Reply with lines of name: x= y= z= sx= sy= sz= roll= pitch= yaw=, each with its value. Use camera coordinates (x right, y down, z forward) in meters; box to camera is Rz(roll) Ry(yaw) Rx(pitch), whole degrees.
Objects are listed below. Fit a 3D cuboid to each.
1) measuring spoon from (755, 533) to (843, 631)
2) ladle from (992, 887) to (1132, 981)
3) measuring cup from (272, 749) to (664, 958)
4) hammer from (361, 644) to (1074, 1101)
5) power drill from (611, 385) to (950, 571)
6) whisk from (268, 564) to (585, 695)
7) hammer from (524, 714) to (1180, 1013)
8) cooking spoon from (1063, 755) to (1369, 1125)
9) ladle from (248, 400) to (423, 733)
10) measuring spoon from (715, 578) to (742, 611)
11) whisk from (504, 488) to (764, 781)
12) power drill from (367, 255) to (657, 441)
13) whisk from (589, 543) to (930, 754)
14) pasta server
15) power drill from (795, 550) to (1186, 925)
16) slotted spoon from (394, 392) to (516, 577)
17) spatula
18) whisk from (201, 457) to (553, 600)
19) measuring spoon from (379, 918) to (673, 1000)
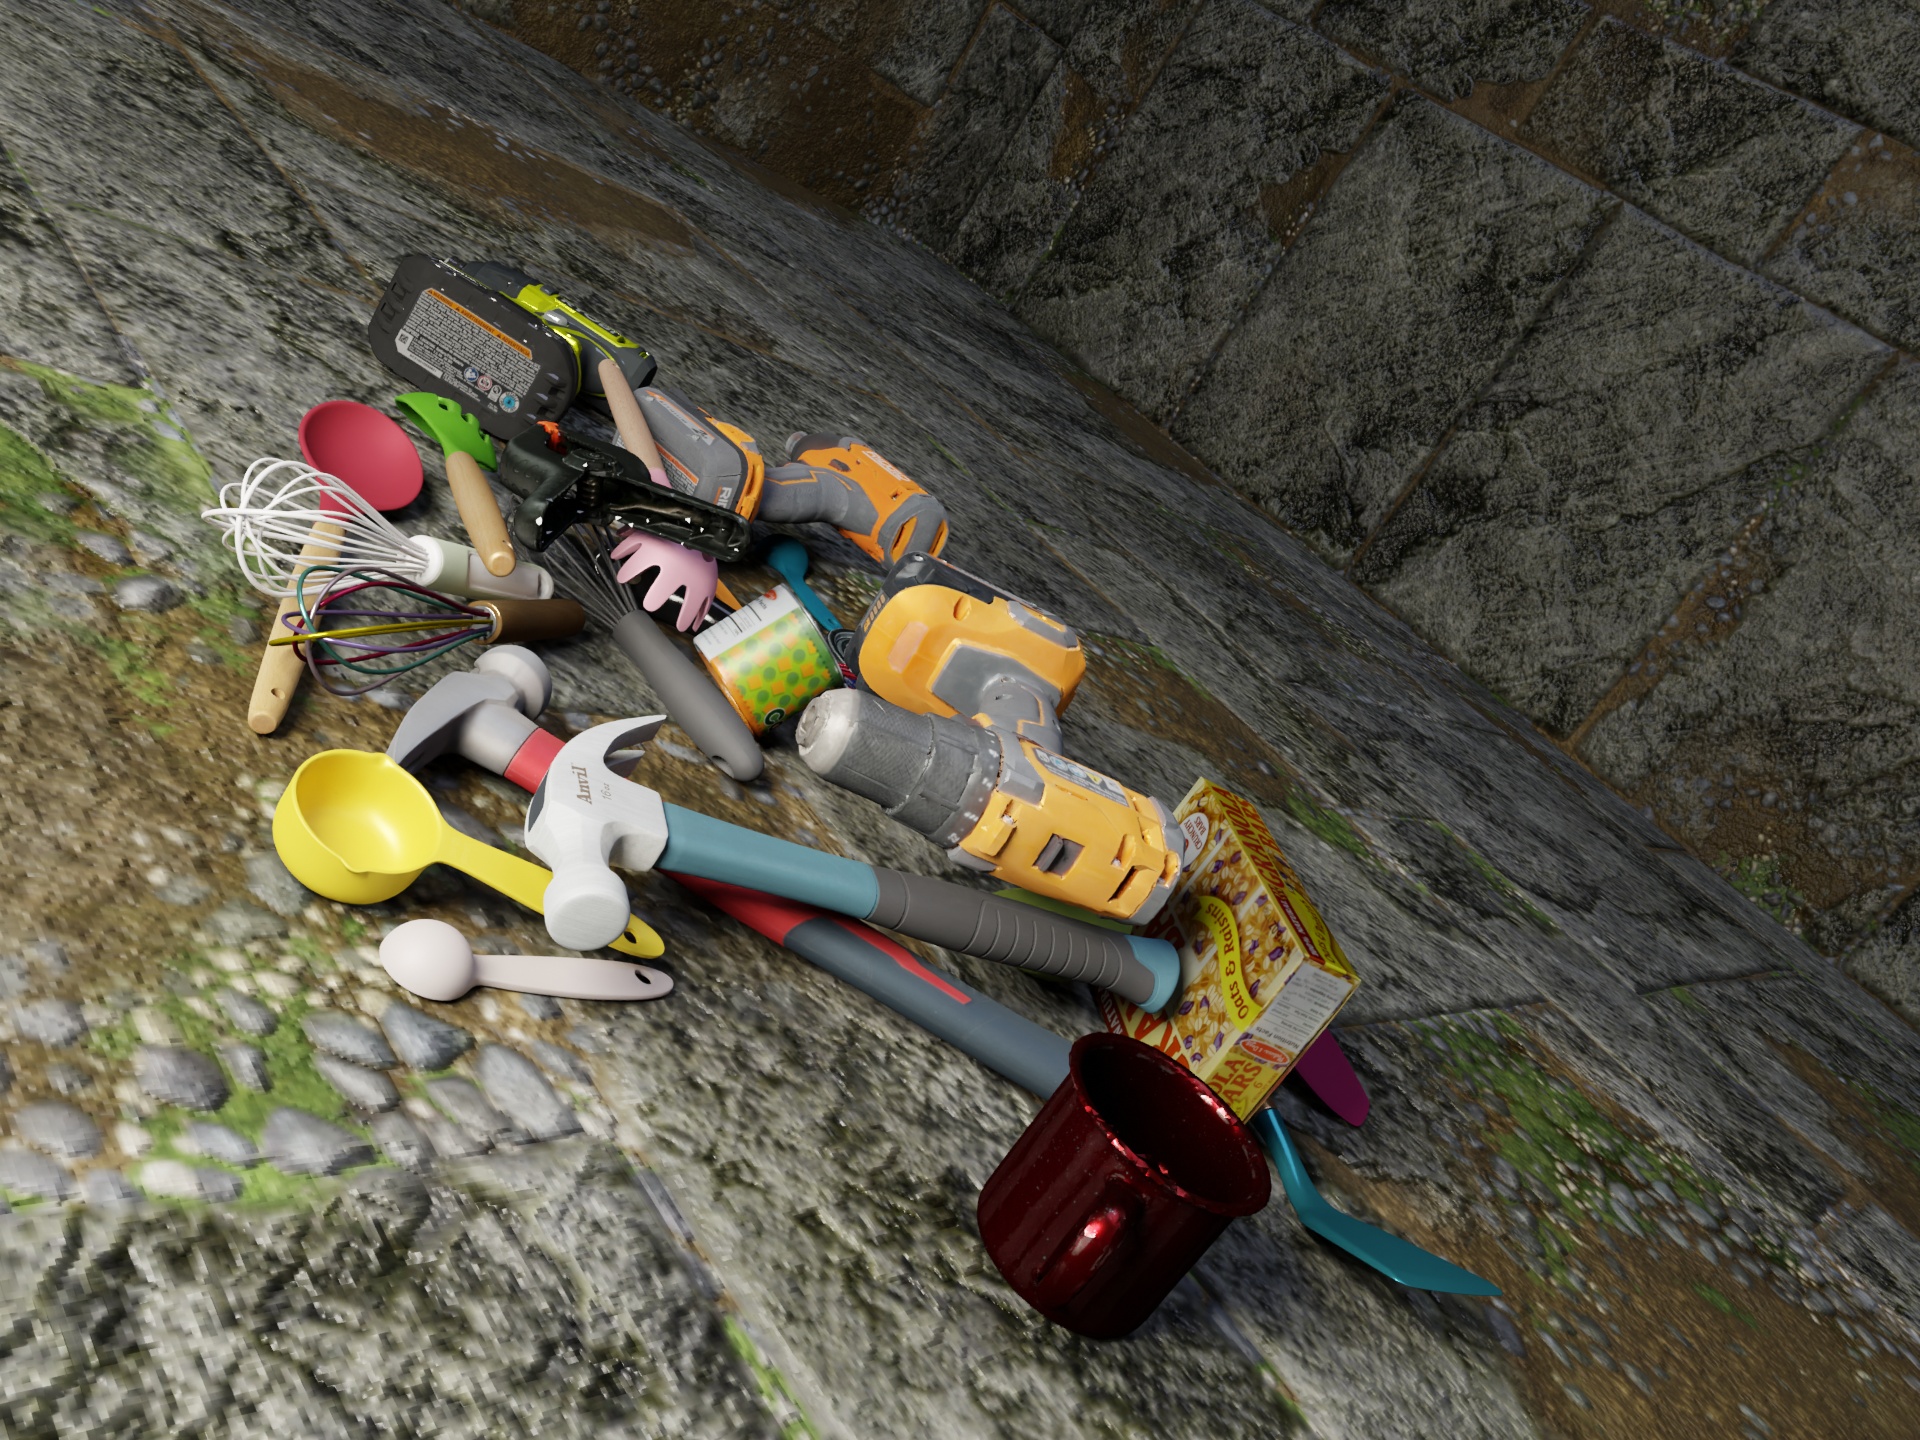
measuring spoon: x=-0.107 y=-0.099 z=1.127 sx=0.042 sy=0.021 sz=0.129 roll=17 pitch=23 yaw=-41
ladle: x=0.051 y=0.065 z=0.941 sx=0.078 sy=0.062 sz=0.320 roll=7 pitch=19 yaw=-2
measuring cup: x=-0.184 y=0.063 z=0.604 sx=0.156 sy=0.029 sz=0.062 roll=32 pitch=29 yaw=-29
hammer: x=-0.066 y=0.098 z=0.693 sx=0.386 sy=0.038 sz=0.143 roll=32 pitch=20 yaw=-6
power drill: x=-0.135 y=-0.172 z=1.129 sx=0.226 sy=0.084 sz=0.164 roll=1 pitch=32 yaw=-47
whisk: x=-0.237 y=-0.045 z=0.738 sx=0.051 sy=0.047 sz=0.245 roll=54 pitch=12 yaw=2
hammer: x=-0.030 y=0.078 z=0.690 sx=0.330 sy=0.033 sz=0.128 roll=20 pitch=27 yaw=-32
cooking spoon: x=0.128 y=0.109 z=0.934 sx=0.319 sy=0.017 sz=0.069 roll=49 pitch=27 yaw=8
ladle: x=-0.302 y=-0.079 z=0.755 sx=0.069 sy=0.031 sz=0.316 roll=32 pitch=20 yaw=-27
measuring spoon: x=-0.158 y=-0.081 z=1.024 sx=0.021 sy=0.011 sz=0.117 roll=19 pitch=20 yaw=-47
whisk: x=-0.178 y=-0.053 z=0.865 sx=0.239 sy=0.055 sz=0.055 roll=47 pitch=23 yaw=24
power drill: x=-0.319 y=-0.272 z=1.126 sx=0.171 sy=0.080 sz=0.223 roll=32 pitch=15 yaw=-7
whisk: x=-0.088 y=-0.026 z=0.929 sx=0.296 sy=0.073 sz=0.073 roll=29 pitch=19 yaw=3
pasta server: x=-0.193 y=-0.150 z=0.955 sx=0.060 sy=0.040 sz=0.317 roll=35 pitch=15 yaw=-36
power drill: x=-0.001 y=-0.002 z=0.776 sx=0.185 sy=0.084 sz=0.226 roll=24 pitch=21 yaw=-22
slotted spoon: x=-0.261 y=-0.128 z=0.845 sx=0.070 sy=0.031 sz=0.314 roll=39 pitch=4 yaw=-31
spatula: x=0.155 y=0.181 z=0.834 sx=0.082 sy=0.044 sz=0.318 roll=19 pitch=25 yaw=-36
whisk: x=-0.258 y=-0.076 z=0.745 sx=0.059 sy=0.058 sz=0.246 roll=1 pitch=-2 yaw=14
measuring spoon: x=-0.156 y=0.090 z=0.595 sx=0.124 sy=0.018 sz=0.034 roll=15 pitch=26 yaw=-45
